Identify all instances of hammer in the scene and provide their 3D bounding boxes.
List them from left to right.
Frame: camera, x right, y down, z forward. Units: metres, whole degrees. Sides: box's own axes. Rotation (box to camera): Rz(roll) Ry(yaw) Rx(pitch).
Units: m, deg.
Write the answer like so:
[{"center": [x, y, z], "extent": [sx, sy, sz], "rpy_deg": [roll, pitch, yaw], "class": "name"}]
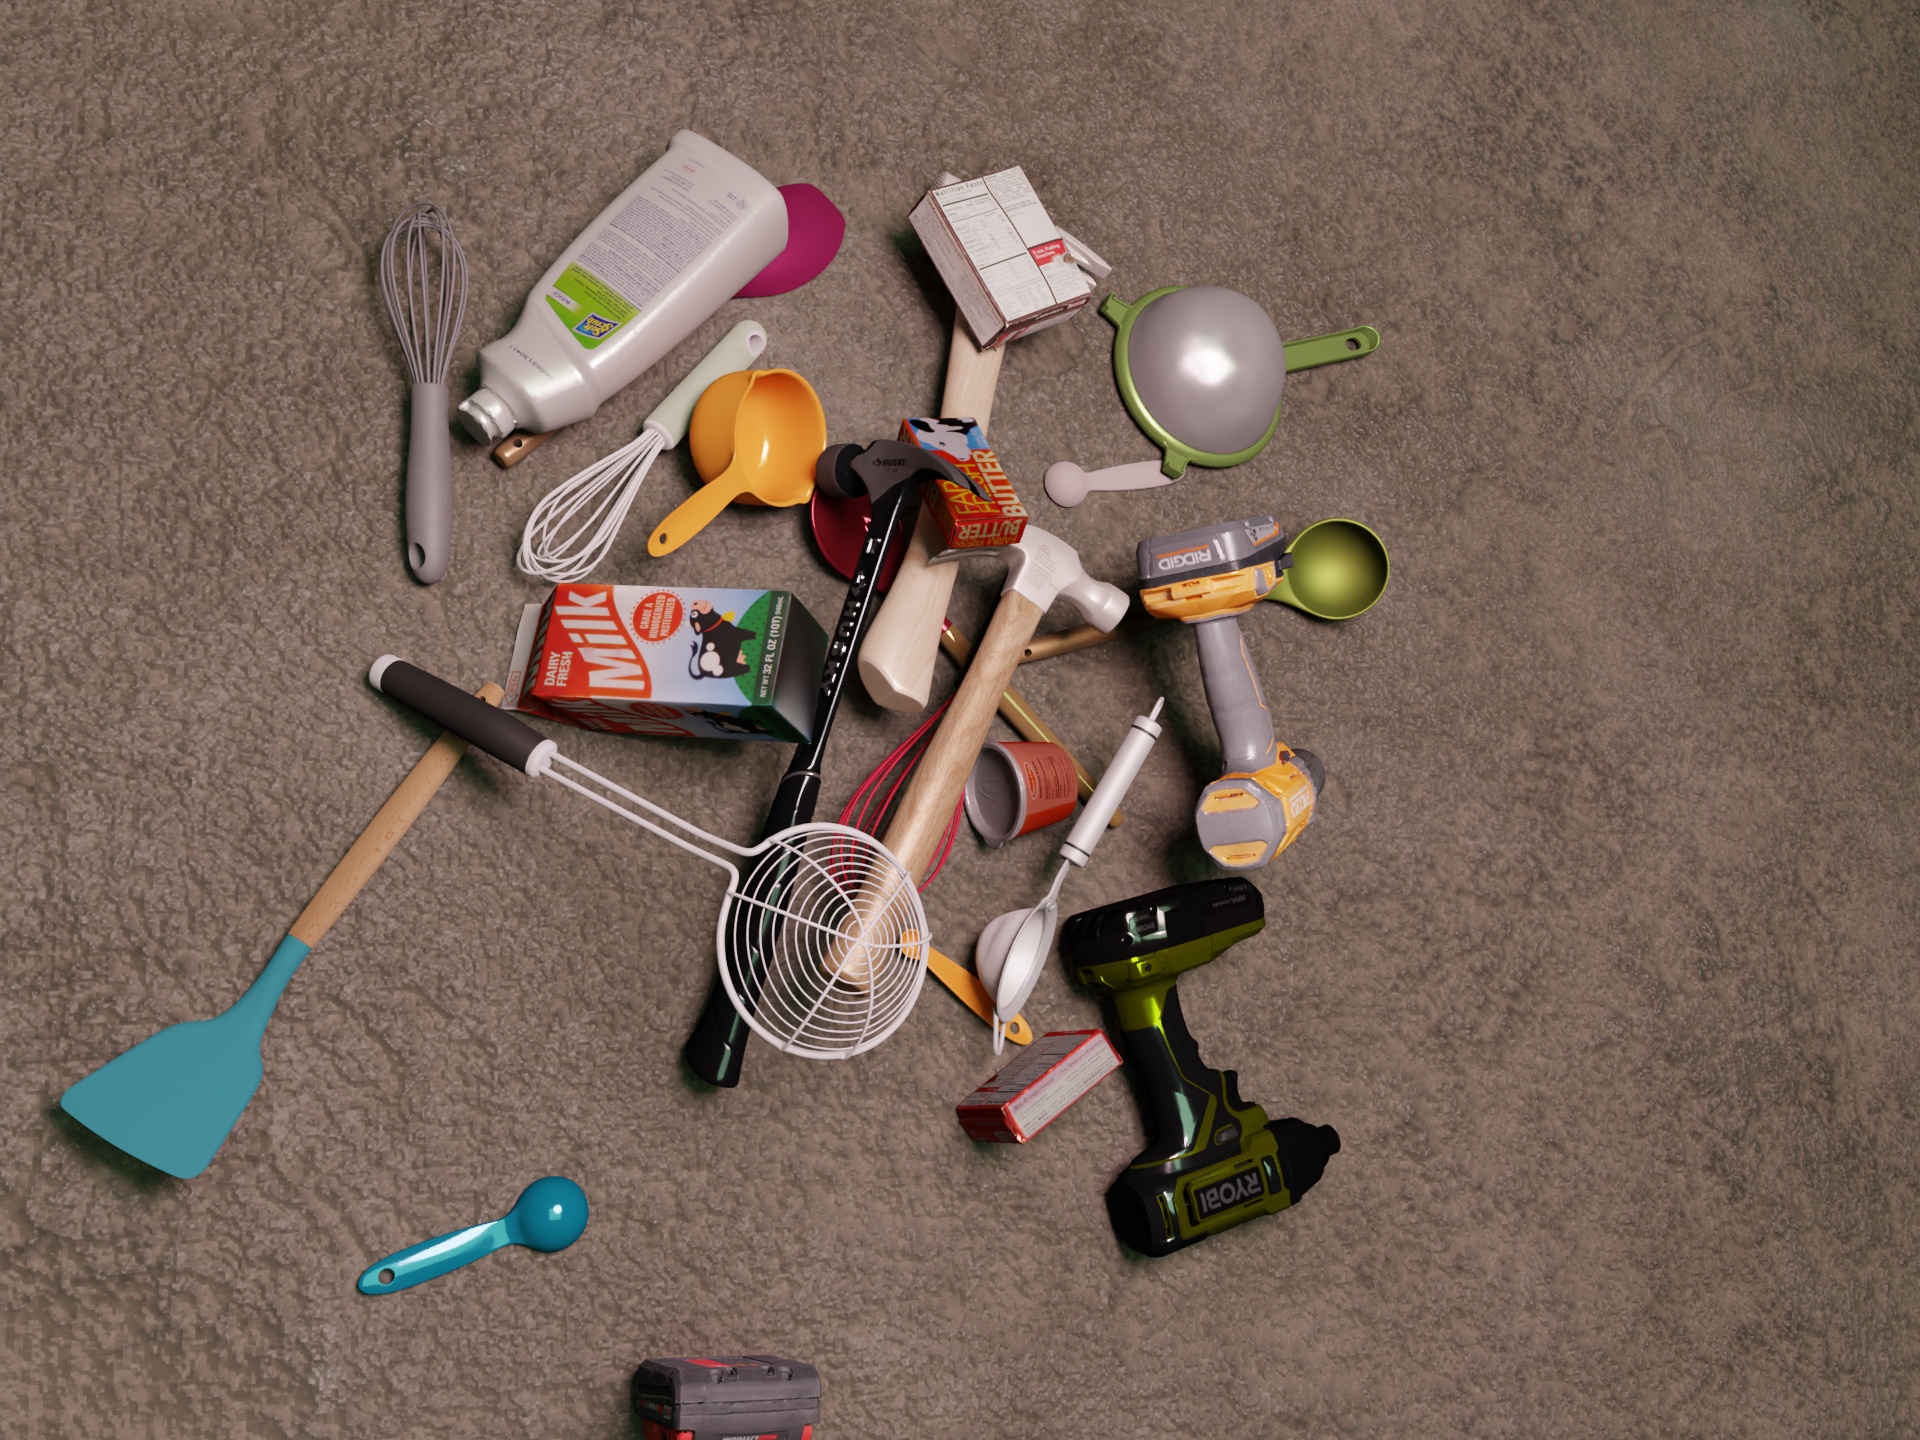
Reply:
[{"center": [-0.088, 0.020, 0.969], "extent": [0.036, 0.149, 0.409], "rpy_deg": [23, 81, -40], "class": "hammer"}, {"center": [-0.005, 0.016, 0.980], "extent": [0.130, 0.031, 0.331], "rpy_deg": [34, 63, -16], "class": "hammer"}, {"center": [0.008, -0.190, 1.098], "extent": [0.146, 0.038, 0.411], "rpy_deg": [21, 64, -20], "class": "hammer"}]

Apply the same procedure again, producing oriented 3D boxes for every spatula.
[{"center": [-0.351, 0.099, 0.882], "extent": [0.082, 0.044, 0.318], "rpy_deg": [28, 64, 5], "class": "spatula"}]

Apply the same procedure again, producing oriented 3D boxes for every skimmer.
[{"center": [-0.184, 0.064, 0.903], "extent": [0.363, 0.090, 0.127], "rpy_deg": [26, 62, 17], "class": "skimmer"}]

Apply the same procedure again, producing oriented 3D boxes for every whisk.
[{"center": [-0.326, -0.200, 0.968], "extent": [0.055, 0.055, 0.239], "rpy_deg": [0, 82, -24], "class": "whisk"}, {"center": [-0.200, -0.178, 1.022], "extent": [0.246, 0.059, 0.057], "rpy_deg": [-55, 139, -29], "class": "whisk"}, {"center": [-0.002, -0.003, 1.039], "extent": [0.073, 0.073, 0.296], "rpy_deg": [33, 68, -14], "class": "whisk"}]

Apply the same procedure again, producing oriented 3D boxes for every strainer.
[{"center": [0.069, 0.095, 1.045], "extent": [0.050, 0.086, 0.258], "rpy_deg": [28, 81, 21], "class": "strainer"}, {"center": [0.241, -0.287, 1.230], "extent": [0.256, 0.069, 0.151], "rpy_deg": [-17, 83, -27], "class": "strainer"}]

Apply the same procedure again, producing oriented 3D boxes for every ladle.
[{"center": [0.007, -0.043, 1.091], "extent": [0.315, 0.031, 0.069], "rpy_deg": [48, 63, -9], "class": "ladle"}, {"center": [0.177, -0.084, 1.162], "extent": [0.320, 0.062, 0.078], "rpy_deg": [-16, 99, -24], "class": "ladle"}]

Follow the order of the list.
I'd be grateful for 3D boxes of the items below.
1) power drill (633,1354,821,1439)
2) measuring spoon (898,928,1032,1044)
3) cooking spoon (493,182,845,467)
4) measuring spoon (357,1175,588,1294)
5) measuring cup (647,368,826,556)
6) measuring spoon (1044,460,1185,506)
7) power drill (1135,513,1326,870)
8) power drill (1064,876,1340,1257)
[{"center": [-0.120, 0.455, 0.824], "extent": [0.080, 0.188, 0.227], "rpy_deg": [7, 71, -22], "class": "power drill"}, {"center": [0.003, 0.177, 1.045], "extent": [0.117, 0.011, 0.021], "rpy_deg": [41, 54, -14], "class": "measuring spoon"}, {"center": [-0.189, -0.266, 1.059], "extent": [0.068, 0.017, 0.319], "rpy_deg": [46, 64, -6], "class": "cooking spoon"}, {"center": [-0.268, 0.291, 0.884], "extent": [0.128, 0.021, 0.042], "rpy_deg": [-15, 84, -28], "class": "measuring spoon"}, {"center": [-0.156, -0.157, 1.006], "extent": [0.174, 0.052, 0.095], "rpy_deg": [-49, 134, -35], "class": "measuring cup"}, {"center": [0.119, -0.182, 1.179], "extent": [0.124, 0.018, 0.034], "rpy_deg": [-11, 82, -27], "class": "measuring spoon"}, {"center": [0.199, -0.024, 1.098], "extent": [0.185, 0.084, 0.226], "rpy_deg": [-20, 99, -62], "class": "power drill"}, {"center": [0.165, 0.225, 1.071], "extent": [0.171, 0.080, 0.223], "rpy_deg": [-12, 86, -27], "class": "power drill"}]
